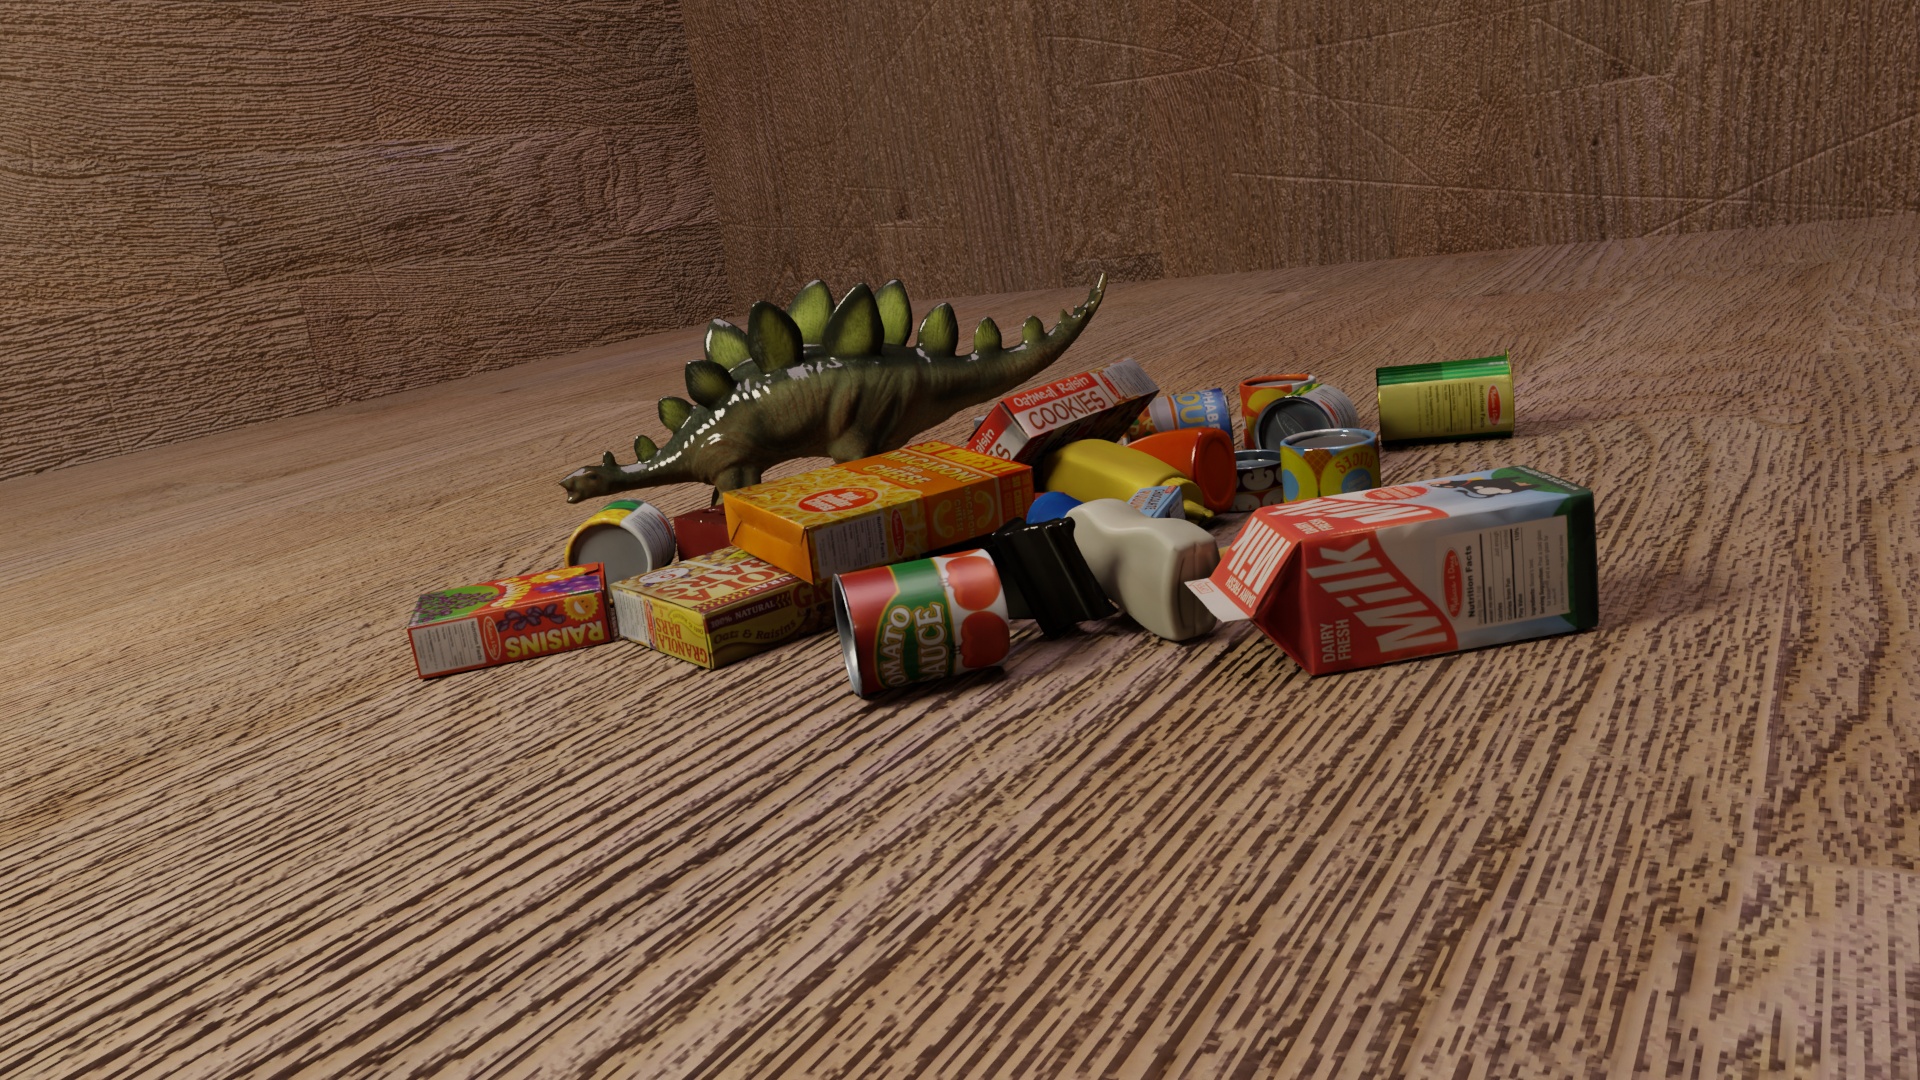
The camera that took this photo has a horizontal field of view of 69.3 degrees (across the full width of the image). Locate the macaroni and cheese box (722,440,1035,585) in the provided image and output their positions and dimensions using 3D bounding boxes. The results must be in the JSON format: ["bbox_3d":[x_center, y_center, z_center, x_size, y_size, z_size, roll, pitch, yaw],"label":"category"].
[{"bbox_3d":[-0.053,-0.022,0.911,0.167,0.040,0.124,-16,20,-30],"label":"macaroni and cheese box"}]

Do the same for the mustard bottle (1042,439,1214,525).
[{"bbox_3d":[0.122,-0.030,0.972,0.049,0.065,0.160,-21,24,-31],"label":"mustard bottle"}]

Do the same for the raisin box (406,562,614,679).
[{"bbox_3d":[-0.296,0.050,0.924,0.123,0.040,0.086,-11,13,-13],"label":"raisin box"}]

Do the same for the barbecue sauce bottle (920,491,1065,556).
[{"bbox_3d":[0.004,-0.013,0.998,0.148,0.043,0.065,-3,15,18],"label":"barbecue sauce bottle"}]

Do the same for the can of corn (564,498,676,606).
[{"bbox_3d":[-0.248,0.010,1.006,0.071,0.071,0.058,-7,14,5],"label":"can of corn"}]

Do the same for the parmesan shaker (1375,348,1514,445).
[{"bbox_3d":[0.395,-0.117,1.138,0.103,0.071,0.071,-4,15,17],"label":"parmesan shaker"}]

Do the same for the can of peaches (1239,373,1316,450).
[{"bbox_3d":[0.275,-0.111,1.207,0.071,0.058,0.071,-7,14,2],"label":"can of peaches"}]

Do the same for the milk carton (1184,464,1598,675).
[{"bbox_3d":[0.216,0.016,0.709,0.191,0.073,0.072,-9,14,-5],"label":"milk carton"}]

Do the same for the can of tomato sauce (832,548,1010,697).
[{"bbox_3d":[-0.021,0.044,0.746,0.083,0.071,0.071,-10,14,-12],"label":"can of tomato sauce"}]

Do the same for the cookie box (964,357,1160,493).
[{"bbox_3d":[0.063,-0.074,1.075,0.168,0.040,0.122,-23,-21,-45],"label":"cookie box"}]

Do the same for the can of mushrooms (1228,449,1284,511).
[{"bbox_3d":[0.210,-0.045,1.034,0.071,0.033,0.071,-7,15,2],"label":"can of mushrooms"}]

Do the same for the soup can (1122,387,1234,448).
[{"bbox_3d":[0.179,-0.090,1.149,0.084,0.071,0.071,-8,14,1],"label":"soup can"}]

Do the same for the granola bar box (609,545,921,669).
[{"bbox_3d":[-0.125,0.030,0.907,0.166,0.039,0.124,-19,19,-37],"label":"granola bar box"}]

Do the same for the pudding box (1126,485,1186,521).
[{"bbox_3d":[0.121,-0.002,0.880,0.030,0.049,0.084,-4,15,22],"label":"pudding box"}]

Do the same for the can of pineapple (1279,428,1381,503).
[{"bbox_3d":[0.254,-0.042,0.946,0.071,0.057,0.071,-7,14,2],"label":"can of pineapple"}]

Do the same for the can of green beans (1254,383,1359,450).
[{"bbox_3d":[0.274,-0.087,1.098,0.071,0.071,0.058,2,16,34],"label":"can of green beans"}]

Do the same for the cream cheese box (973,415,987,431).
[{"bbox_3d":[0.061,-0.085,1.230,0.104,0.053,0.024,3,15,36],"label":"cream cheese box"}]

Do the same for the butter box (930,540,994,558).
[{"bbox_3d":[0.029,0.021,0.892,0.103,0.024,0.053,4,19,40],"label":"butter box"}]

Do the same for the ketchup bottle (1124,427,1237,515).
[{"bbox_3d":[0.138,-0.047,1.032,0.043,0.064,0.148,-2,0,-34],"label":"ketchup bottle"}]

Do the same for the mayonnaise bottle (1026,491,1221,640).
[{"bbox_3d":[0.091,0.006,0.805,0.041,0.064,0.148,-13,22,-26],"label":"mayonnaise bottle"}]
